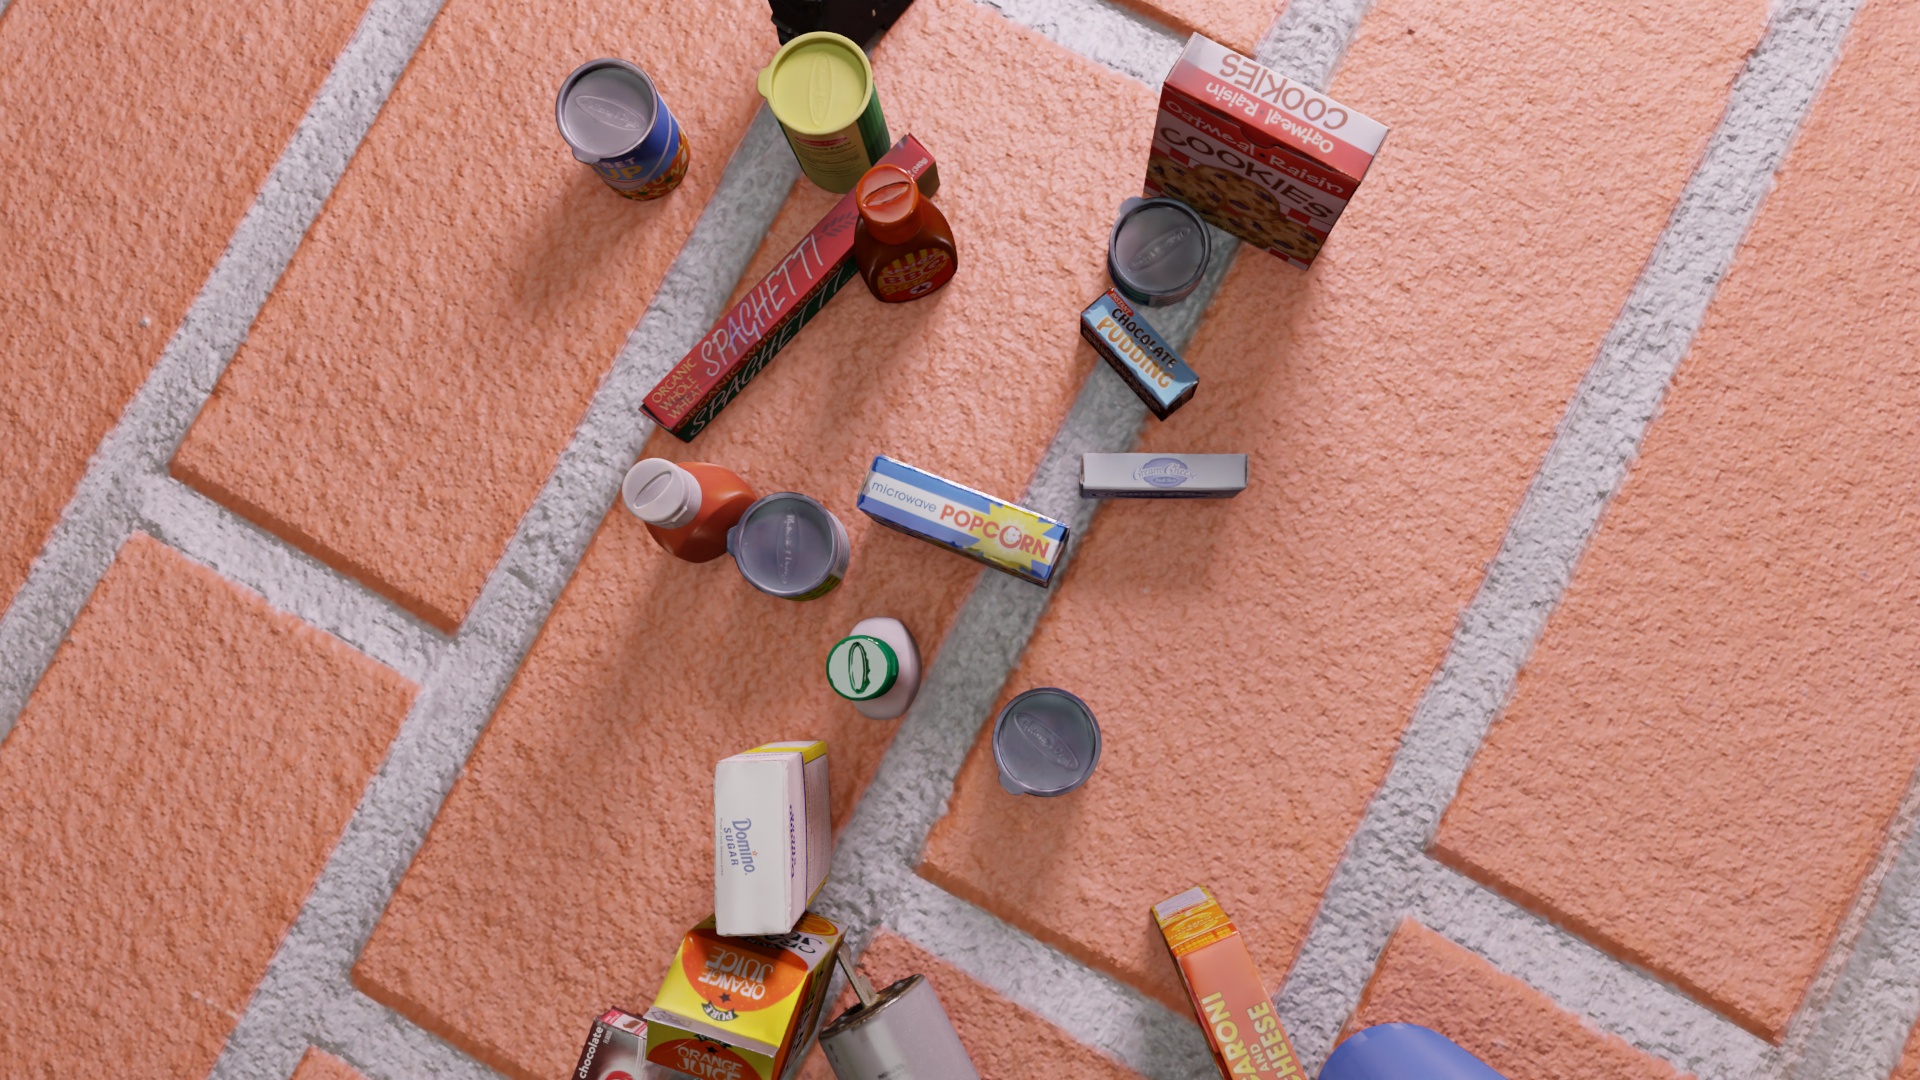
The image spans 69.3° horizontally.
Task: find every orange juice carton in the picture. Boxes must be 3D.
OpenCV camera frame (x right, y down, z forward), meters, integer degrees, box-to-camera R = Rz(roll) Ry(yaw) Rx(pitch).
[{"bbox_3d":[-0.121,0.259,0.792,0.072,0.192,0.073,17,85,5],"label":"orange juice carton"}]

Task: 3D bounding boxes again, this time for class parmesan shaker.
[{"bbox_3d":[-0.086,-0.273,0.895,0.071,0.103,0.071,0,84,4],"label":"parmesan shaker"}]

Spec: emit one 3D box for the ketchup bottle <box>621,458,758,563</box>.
[{"bbox_3d":[-0.166,-0.021,0.848,0.065,0.148,0.043,-44,83,-2],"label":"ketchup bottle"}]

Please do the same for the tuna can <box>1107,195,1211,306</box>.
[{"bbox_3d":[0.128,-0.190,0.909,0.071,0.033,0.071,0,84,3],"label":"tuna can"}]

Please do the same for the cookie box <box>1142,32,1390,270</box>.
[{"bbox_3d":[0.178,-0.229,0.842,0.123,0.167,0.040,28,87,6],"label":"cookie box"}]

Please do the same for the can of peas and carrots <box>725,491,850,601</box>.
[{"bbox_3d":[-0.109,0.005,0.887,0.071,0.058,0.071,0,84,3],"label":"can of peas and carrots"}]

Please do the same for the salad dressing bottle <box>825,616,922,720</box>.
[{"bbox_3d":[-0.051,0.076,0.831,0.044,0.147,0.064,-3,84,3],"label":"salad dressing bottle"}]

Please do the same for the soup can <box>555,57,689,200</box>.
[{"bbox_3d":[-0.221,-0.265,0.912,0.071,0.083,0.071,0,84,4],"label":"soup can"}]

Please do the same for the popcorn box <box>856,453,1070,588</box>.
[{"bbox_3d":[0.003,-0.011,0.869,0.127,0.085,0.038,21,86,5],"label":"popcorn box"}]

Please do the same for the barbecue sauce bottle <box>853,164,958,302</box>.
[{"bbox_3d":[-0.037,-0.190,0.860,0.065,0.148,0.043,-22,83,1],"label":"barbecue sauce bottle"}]

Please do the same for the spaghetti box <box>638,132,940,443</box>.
[{"bbox_3d":[-0.109,-0.163,0.911,0.029,0.050,0.250,44,88,7],"label":"spaghetti box"}]

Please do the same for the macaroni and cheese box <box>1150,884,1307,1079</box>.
[{"bbox_3d":[0.155,0.271,0.787,0.040,0.166,0.124,-24,83,1],"label":"macaroni and cheese box"}]

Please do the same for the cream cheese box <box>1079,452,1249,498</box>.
[{"bbox_3d":[0.127,-0.041,0.881,0.104,0.053,0.024,0,84,4],"label":"cream cheese box"}]

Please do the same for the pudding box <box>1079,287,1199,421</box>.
[{"bbox_3d":[0.114,-0.119,0.893,0.030,0.049,0.084,-41,83,-1],"label":"pudding box"}]

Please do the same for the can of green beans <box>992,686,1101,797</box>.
[{"bbox_3d":[0.054,0.124,0.865,0.071,0.058,0.071,0,84,3],"label":"can of green beans"}]
